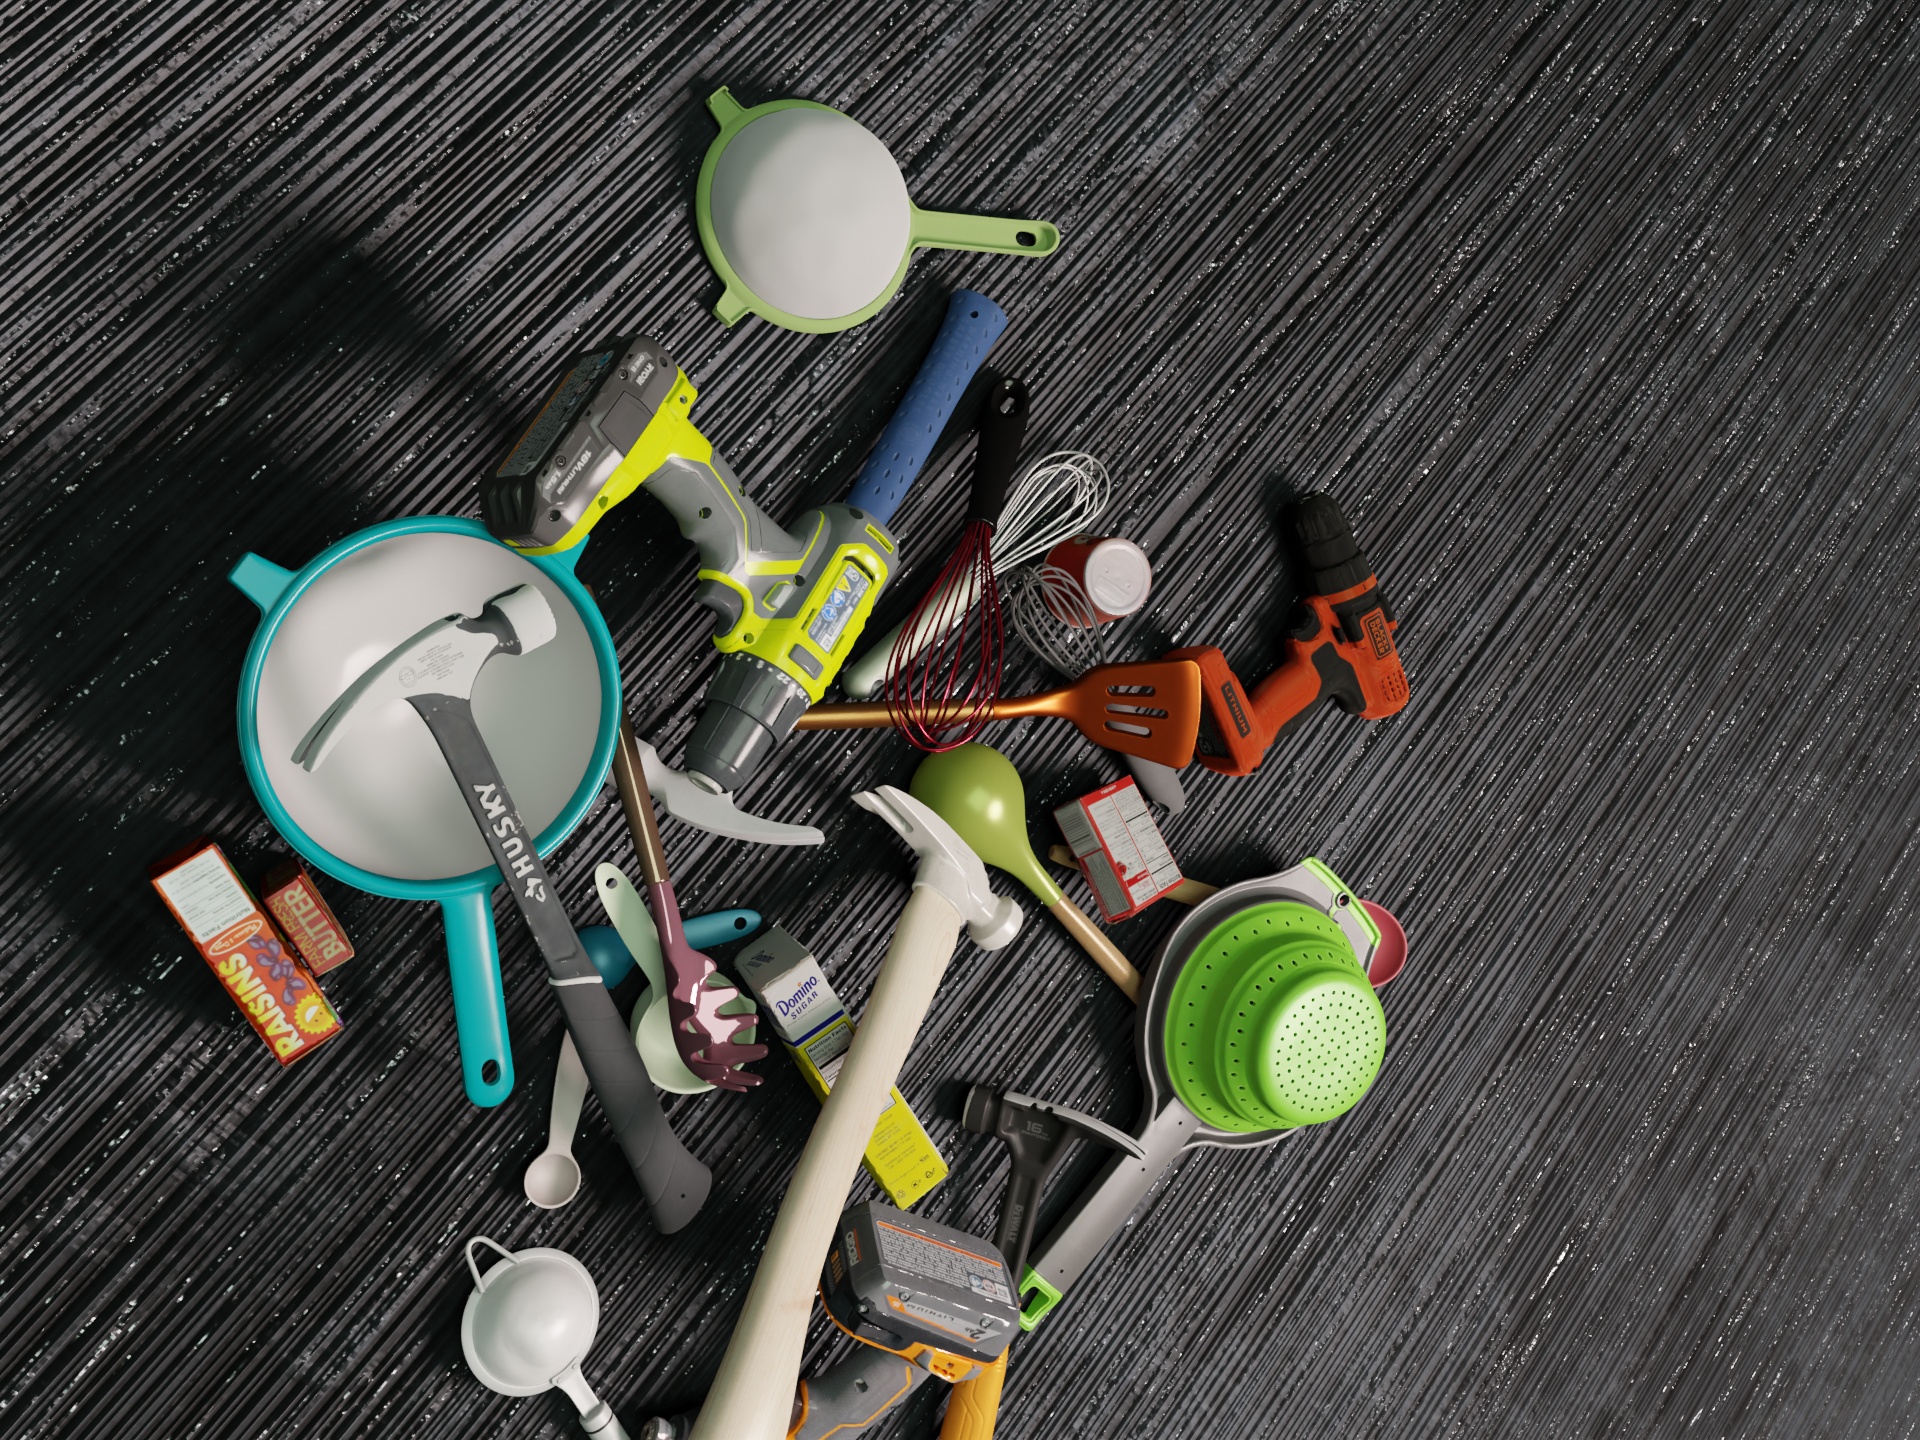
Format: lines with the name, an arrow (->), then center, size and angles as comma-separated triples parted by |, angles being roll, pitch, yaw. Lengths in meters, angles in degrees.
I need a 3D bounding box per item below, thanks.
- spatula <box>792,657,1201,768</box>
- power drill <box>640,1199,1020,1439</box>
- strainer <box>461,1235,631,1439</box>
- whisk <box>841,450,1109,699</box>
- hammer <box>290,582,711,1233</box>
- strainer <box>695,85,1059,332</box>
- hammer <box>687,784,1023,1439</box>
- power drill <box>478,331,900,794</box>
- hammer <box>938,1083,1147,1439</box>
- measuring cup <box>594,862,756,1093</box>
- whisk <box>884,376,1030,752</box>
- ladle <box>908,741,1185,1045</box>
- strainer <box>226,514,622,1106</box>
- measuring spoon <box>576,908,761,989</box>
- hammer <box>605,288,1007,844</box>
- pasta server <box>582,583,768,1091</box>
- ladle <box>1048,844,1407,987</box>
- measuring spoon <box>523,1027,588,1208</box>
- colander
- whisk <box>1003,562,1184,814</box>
spatula -> -0.002, -0.003, 1.047 | 0.322, 0.041, 0.081 | -3, 113, -12
power drill -> -0.085, 0.412, 0.993 | 0.164, 0.084, 0.226 | 27, 108, -23
strainer -> -0.228, 0.425, 0.985 | 0.087, 0.050, 0.258 | -38, 110, -33
whisk -> 0.010, -0.100, 1.087 | 0.059, 0.057, 0.246 | 42, 74, 16
hammer -> -0.231, 0.135, 0.905 | 0.149, 0.036, 0.408 | -33, 119, -29
strainer -> -0.041, -0.331, 1.040 | 0.256, 0.069, 0.151 | -2, 92, -24
hammer -> -0.070, 0.224, 0.920 | 0.146, 0.038, 0.411 | 47, 43, -26
power drill -> -0.154, -0.086, 0.907 | 0.228, 0.080, 0.191 | 43, 66, -33
hammer -> 0.027, 0.427, 1.084 | 0.127, 0.034, 0.337 | 14, 89, 12
measuring cup -> -0.187, 0.154, 0.986 | 0.083, 0.038, 0.167 | -29, 111, -14
whisk -> 0.008, -0.110, 1.037 | 0.073, 0.073, 0.296 | 26, 59, -23
ladle -> 0.078, 0.136, 1.126 | 0.078, 0.062, 0.320 | -40, 116, 4
strainer -> -0.303, 0.051, 0.914 | 0.211, 0.095, 0.340 | -13, 106, -36
measuring spoon -> -0.185, 0.141, 1.007 | 0.128, 0.021, 0.042 | -12, 96, -23
hammer -> -0.071, -0.106, 1.031 | 0.144, 0.035, 0.405 | 27, 75, 4
pasta server -> -0.181, 0.069, 0.948 | 0.040, 0.060, 0.316 | -17, 86, 18
ladle -> 0.202, 0.139, 1.189 | 0.315, 0.031, 0.069 | 18, 84, -23
measuring spoon -> -0.246, 0.238, 0.988 | 0.034, 0.018, 0.124 | 14, 78, -25
colander -> 0.181, 0.282, 1.124 | 0.397, 0.094, 0.204 | -49, 115, -10
whisk -> 0.099, -0.018, 1.113 | 0.055, 0.055, 0.238 | -45, 121, -18
